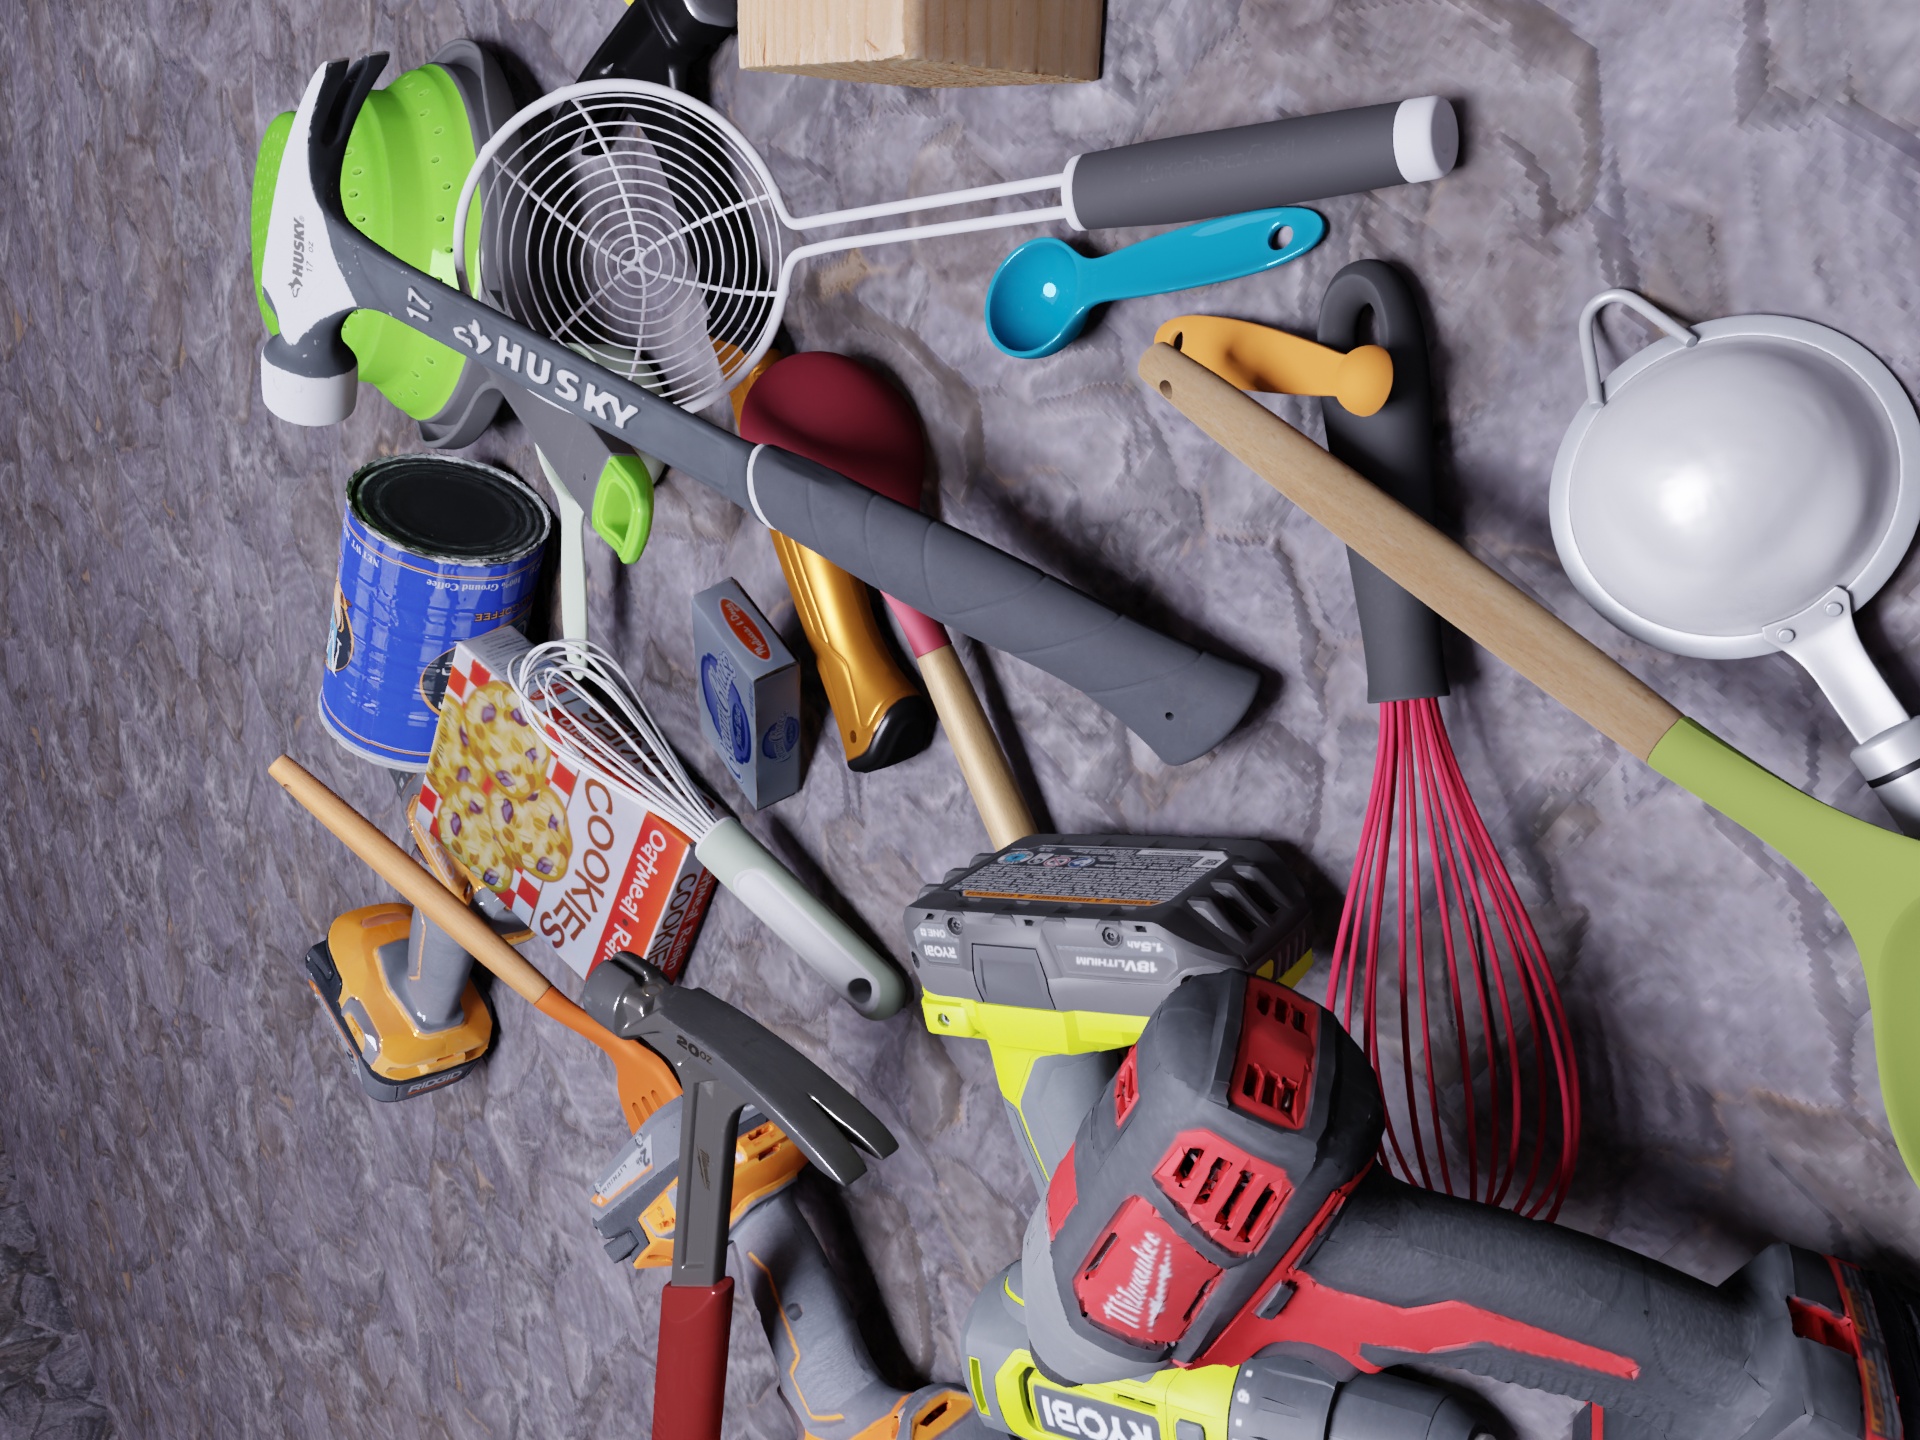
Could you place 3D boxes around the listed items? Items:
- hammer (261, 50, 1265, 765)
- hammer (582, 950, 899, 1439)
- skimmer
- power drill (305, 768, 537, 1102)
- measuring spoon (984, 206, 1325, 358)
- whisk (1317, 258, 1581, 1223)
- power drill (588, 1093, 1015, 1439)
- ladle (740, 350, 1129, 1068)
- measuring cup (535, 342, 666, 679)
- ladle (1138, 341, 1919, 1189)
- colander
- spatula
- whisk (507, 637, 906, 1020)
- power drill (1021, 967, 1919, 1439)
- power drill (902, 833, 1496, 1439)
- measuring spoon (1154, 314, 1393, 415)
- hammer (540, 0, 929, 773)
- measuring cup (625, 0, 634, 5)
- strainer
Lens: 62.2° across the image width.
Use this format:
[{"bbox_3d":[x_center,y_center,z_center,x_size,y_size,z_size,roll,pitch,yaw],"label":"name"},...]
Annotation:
[{"bbox_3d":[-0.082,-0.096,0.562,0.409,0.036,0.149,28,127,12],"label":"hammer"},{"bbox_3d":[-0.109,0.276,0.690,0.149,0.036,0.358,28,124,31],"label":"hammer"},{"bbox_3d":[-0.026,-0.168,0.528,0.363,0.090,0.127,6,105,39],"label":"skimmer"},{"bbox_3d":[-0.328,0.100,0.965,0.185,0.084,0.226,51,128,24],"label":"power drill"},{"bbox_3d":[0.064,-0.145,0.524,0.129,0.021,0.042,-2,81,39],"label":"measuring spoon"},{"bbox_3d":[0.133,0.013,0.462,0.073,0.073,0.296,-7,88,48],"label":"whisk"},{"bbox_3d":[-0.083,0.293,0.752,0.227,0.084,0.164,55,134,16],"label":"power drill"},{"bbox_3d":[-0.001,-0.002,0.609,0.315,0.069,0.031,66,166,3],"label":"ladle"},{"bbox_3d":[-0.173,-0.100,0.774,0.083,0.038,0.167,28,122,40],"label":"measuring cup"},{"bbox_3d":[0.145,-0.006,0.393,0.320,0.062,0.078,45,150,31],"label":"ladle"},{"bbox_3d":[-0.255,-0.192,0.746,0.398,0.094,0.204,50,131,39],"label":"colander"},{"bbox_3d":[-0.247,0.137,0.851,0.322,0.041,0.081,44,136,-8],"label":"spatula"},{"bbox_3d":[-0.117,0.048,0.720,0.246,0.059,0.057,41,112,15],"label":"whisk"},{"bbox_3d":[0.124,0.163,0.413,0.219,0.079,0.143,25,125,1],"label":"power drill"},{"bbox_3d":[0.075,0.160,0.539,0.190,0.080,0.228,-2,105,38],"label":"power drill"},{"bbox_3d":[0.089,-0.110,0.482,0.117,0.011,0.021,36,120,58],"label":"measuring spoon"},{"bbox_3d":[-0.090,-0.137,0.675,0.127,0.034,0.337,-26,81,47],"label":"hammer"},{"bbox_3d":[-0.105,-0.338,0.648,0.062,0.029,0.156,60,152,-8],"label":"measuring cup"},{"bbox_3d":[0.219,0.000,0.377,0.087,0.050,0.258,-36,76,31],"label":"strainer"}]
